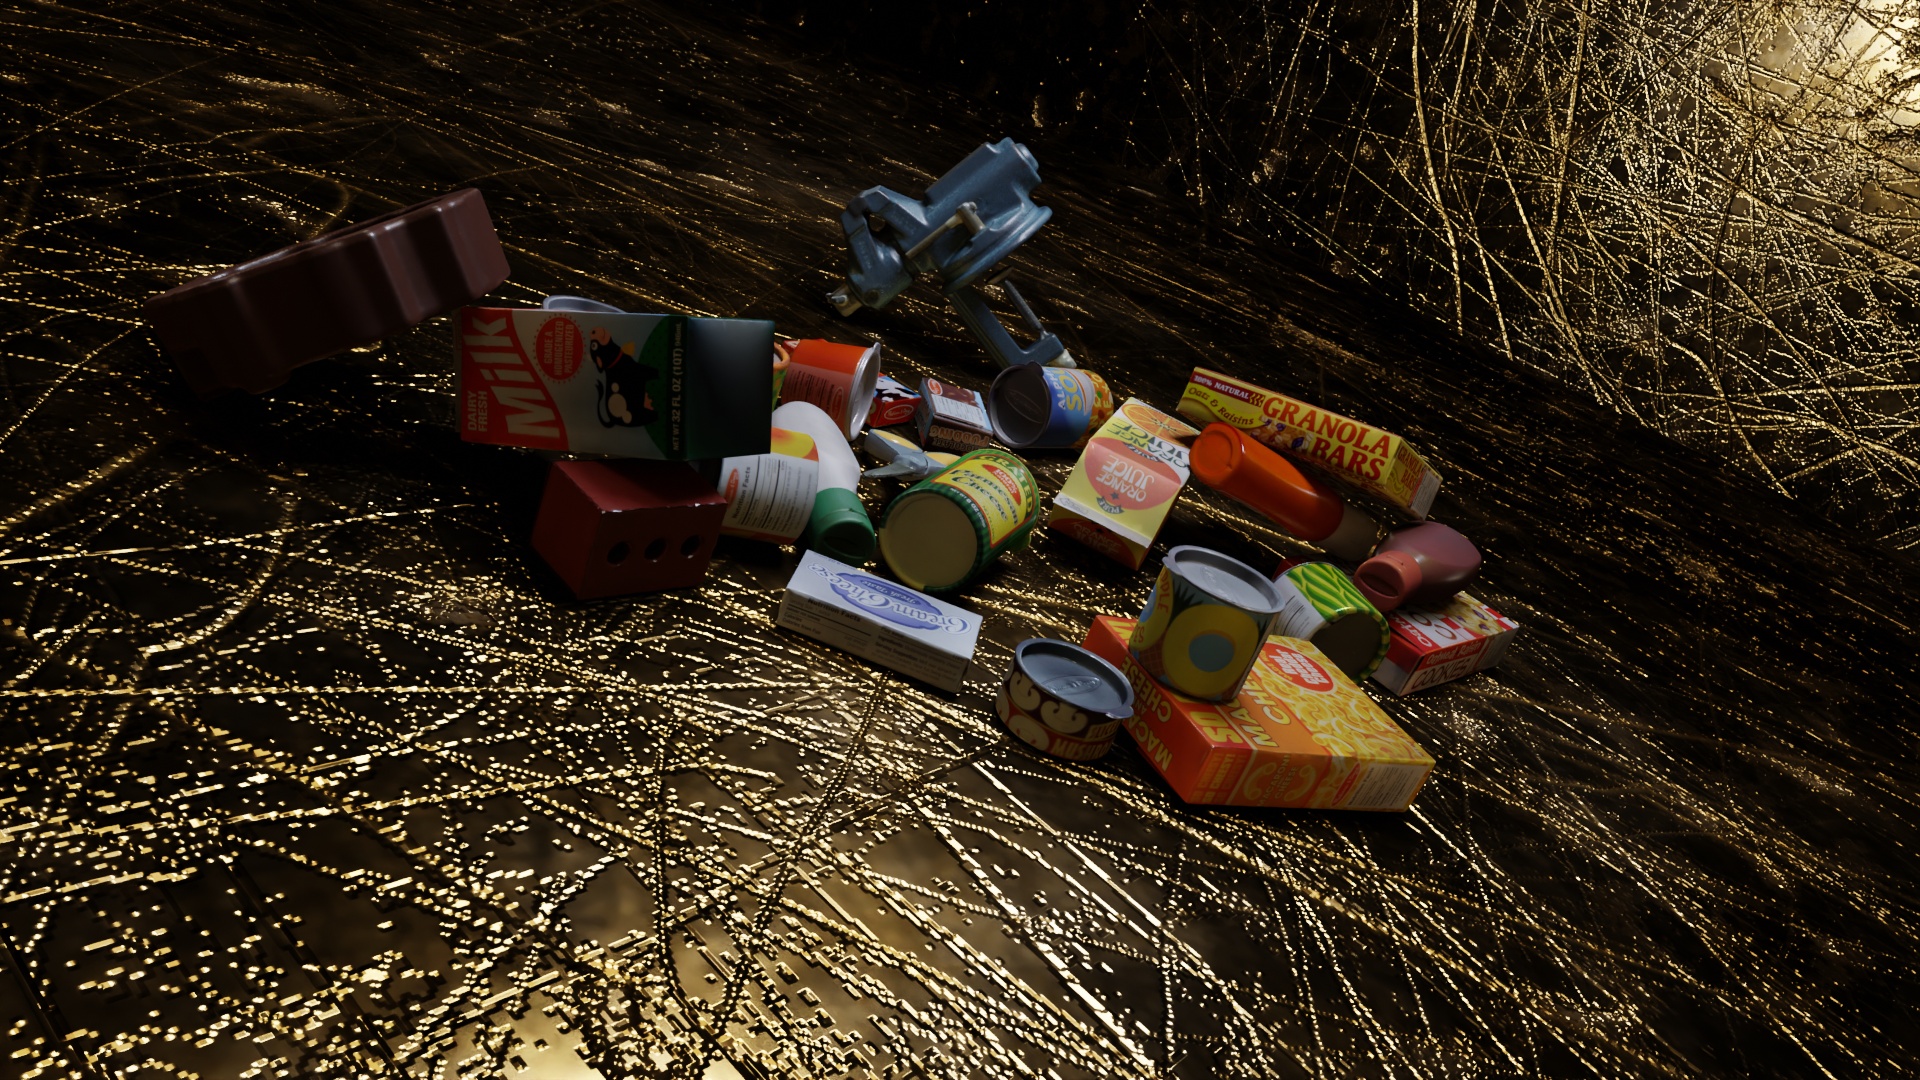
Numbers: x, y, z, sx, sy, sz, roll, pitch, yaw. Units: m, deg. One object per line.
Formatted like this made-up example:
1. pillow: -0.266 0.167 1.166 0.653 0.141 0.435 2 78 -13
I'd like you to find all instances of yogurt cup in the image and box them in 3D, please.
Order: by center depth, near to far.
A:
1. yogurt cup: -0.092 -0.109 0.978 0.054 0.072 0.073 16 22 5

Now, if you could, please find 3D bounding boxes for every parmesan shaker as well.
1. parmesan shaker: 0.003 -0.011 0.842 0.071 0.071 0.103 27 23 12

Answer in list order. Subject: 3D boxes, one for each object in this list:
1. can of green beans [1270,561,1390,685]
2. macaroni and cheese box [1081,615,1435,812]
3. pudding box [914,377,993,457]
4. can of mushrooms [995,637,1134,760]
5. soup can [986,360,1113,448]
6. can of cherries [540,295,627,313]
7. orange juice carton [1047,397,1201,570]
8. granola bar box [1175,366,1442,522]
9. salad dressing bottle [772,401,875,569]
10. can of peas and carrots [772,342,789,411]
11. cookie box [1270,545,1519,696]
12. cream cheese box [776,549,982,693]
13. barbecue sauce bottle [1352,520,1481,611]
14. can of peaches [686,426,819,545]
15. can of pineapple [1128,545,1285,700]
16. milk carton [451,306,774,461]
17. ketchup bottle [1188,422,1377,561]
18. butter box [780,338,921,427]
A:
1. can of green beans: 0.236 0.056 0.901 0.071 0.071 0.058 12 25 -23
2. macaroni and cheese box: 0.163 0.098 0.777 0.167 0.040 0.124 8 26 -32
3. pudding box: -0.006 -0.092 1.060 0.050 0.030 0.084 15 23 -15
4. can of mushrooms: 0.055 0.083 0.719 0.071 0.033 0.071 19 22 -8
5. soup can: 0.074 -0.109 1.117 0.084 0.071 0.071 -4 34 -47
6. can of cherries: -0.234 -0.111 0.858 0.071 0.058 0.072 20 23 -9
7. orange juice carton: 0.121 -0.039 1.000 0.072 0.072 0.193 28 24 8
8. granola bar box: 0.257 -0.071 1.018 0.166 0.039 0.124 25 3 33
9. salad dressing bottle: -0.085 -0.034 0.840 0.064 0.044 0.148 25 20 -29
10. can of peas and carrots: -0.151 -0.105 0.919 0.071 0.058 0.071 19 23 -8
11. cookie box: 0.317 0.053 1.017 0.168 0.040 0.123 -5 34 -47
12. cream cheese box: -0.042 0.042 0.734 0.104 0.024 0.053 21 24 -2
13. barbecue sauce bottle: 0.319 0.019 0.983 0.065 0.043 0.149 32 24 26
14. can of peaches: -0.119 -0.034 0.781 0.058 0.071 0.071 10 25 -28
15. can of pineapple: 0.128 0.043 0.735 0.071 0.057 0.071 19 22 -8
16. milk carton: -0.197 -0.085 0.729 0.190 0.072 0.073 6 9 27
17. ketchup bottle: 0.232 -0.031 0.982 0.149 0.043 0.065 27 16 -26
18. butter box: -0.086 -0.121 1.059 0.103 0.024 0.053 32 24 21
